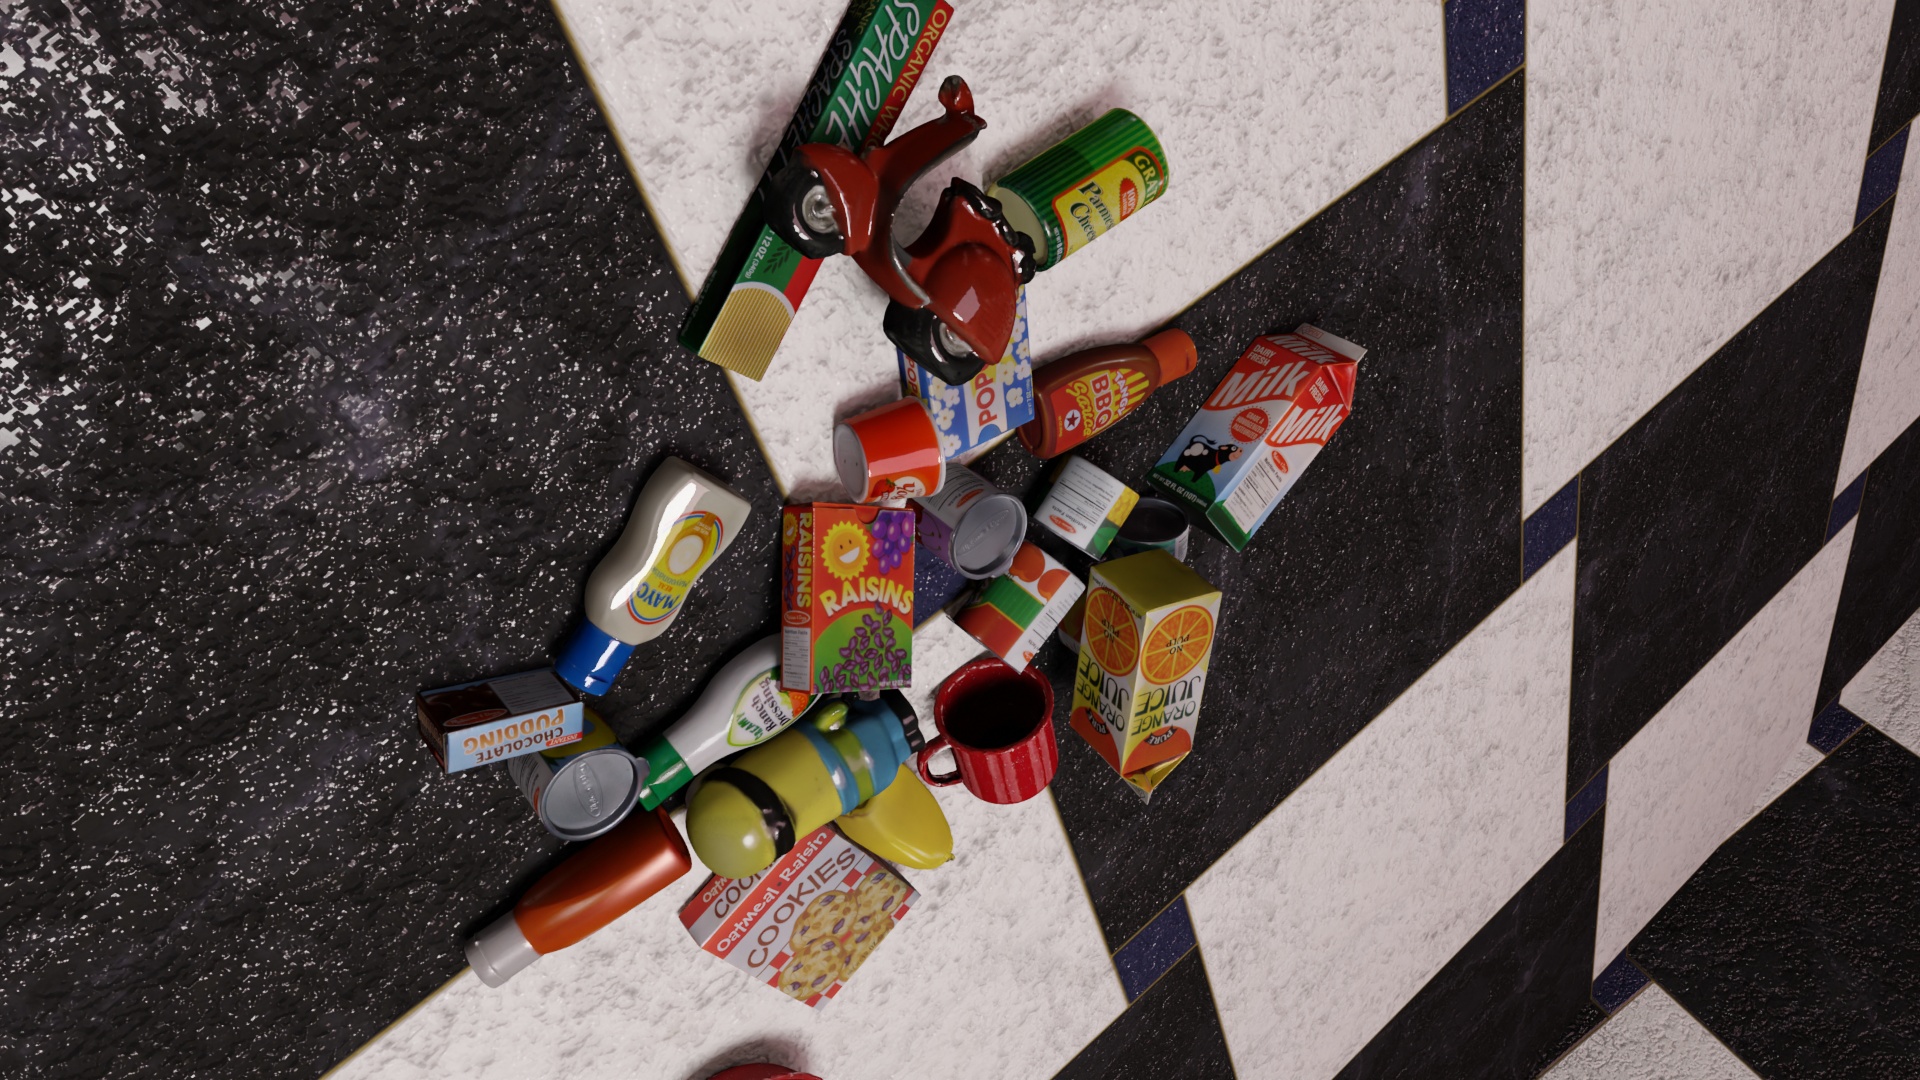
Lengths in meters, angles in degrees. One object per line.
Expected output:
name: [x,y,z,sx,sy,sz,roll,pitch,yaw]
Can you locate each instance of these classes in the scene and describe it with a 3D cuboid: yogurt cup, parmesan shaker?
yogurt cup: [-0.048,-0.056,0.905,0.054,0.072,0.072,-15,124,-24]
parmesan shaker: [0.076,-0.226,0.907,0.103,0.071,0.071,-36,134,-18]

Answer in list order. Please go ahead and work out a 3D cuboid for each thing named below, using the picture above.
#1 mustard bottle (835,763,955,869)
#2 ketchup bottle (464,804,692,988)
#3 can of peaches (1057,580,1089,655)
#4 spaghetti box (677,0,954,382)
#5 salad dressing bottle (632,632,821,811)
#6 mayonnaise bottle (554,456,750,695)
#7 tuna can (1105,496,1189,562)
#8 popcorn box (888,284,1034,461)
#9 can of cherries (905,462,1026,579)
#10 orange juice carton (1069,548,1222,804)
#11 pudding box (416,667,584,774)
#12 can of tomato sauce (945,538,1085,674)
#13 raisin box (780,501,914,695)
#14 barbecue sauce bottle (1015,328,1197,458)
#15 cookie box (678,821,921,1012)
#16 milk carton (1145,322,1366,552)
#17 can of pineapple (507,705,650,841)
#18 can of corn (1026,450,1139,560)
mustard bottle: [-0.043,0.222,1.081,0.159,0.049,0.065,53,45,-47]
ketchup bottle: [-0.251,0.234,0.910,0.149,0.065,0.043,-33,117,-9]
can of peaches: [0.124,0.070,1.133,0.071,0.058,0.071,-21,127,-30]
spaghetti box: [-0.084,-0.212,0.803,0.050,0.029,0.249,22,100,-47]
salad dressing bottle: [-0.159,0.121,0.930,0.148,0.044,0.064,-37,132,-17]
mayonnaise bottle: [-0.191,0.024,0.845,0.064,0.041,0.148,32,92,-48]
tuna can: [0.145,-0.004,1.103,0.071,0.071,0.032,-24,130,-28]
popcorn box: [0.002,-0.126,0.924,0.085,0.038,0.126,-28,130,-27]
can of cherries: [0.003,-0.012,0.979,0.072,0.058,0.071,-22,127,-31]
orange juice carton: [0.137,0.109,1.072,0.073,0.072,0.191,-13,124,-29]
pudding box: [-0.271,0.104,0.819,0.084,0.050,0.030,-10,120,-37]
can of tomato sauce: [0.042,0.047,1.045,0.083,0.071,0.071,-52,137,-3]
raisin box: [-0.075,0.038,0.922,0.086,0.040,0.123,2,88,-41]
barbecue sauce bottle: [0.107,-0.115,1.017,0.149,0.044,0.064,-27,129,-27]
cookie box: [-0.119,0.279,1.064,0.123,0.040,0.167,-48,137,-7]
milk carton: [0.246,-0.094,1.130,0.190,0.072,0.073,-51,137,-3]
can of pineapple: [-0.238,0.143,0.864,0.071,0.058,0.070,-21,128,-30]
can of corn: [0.092,-0.026,1.043,0.071,0.071,0.058,30,94,-46]
